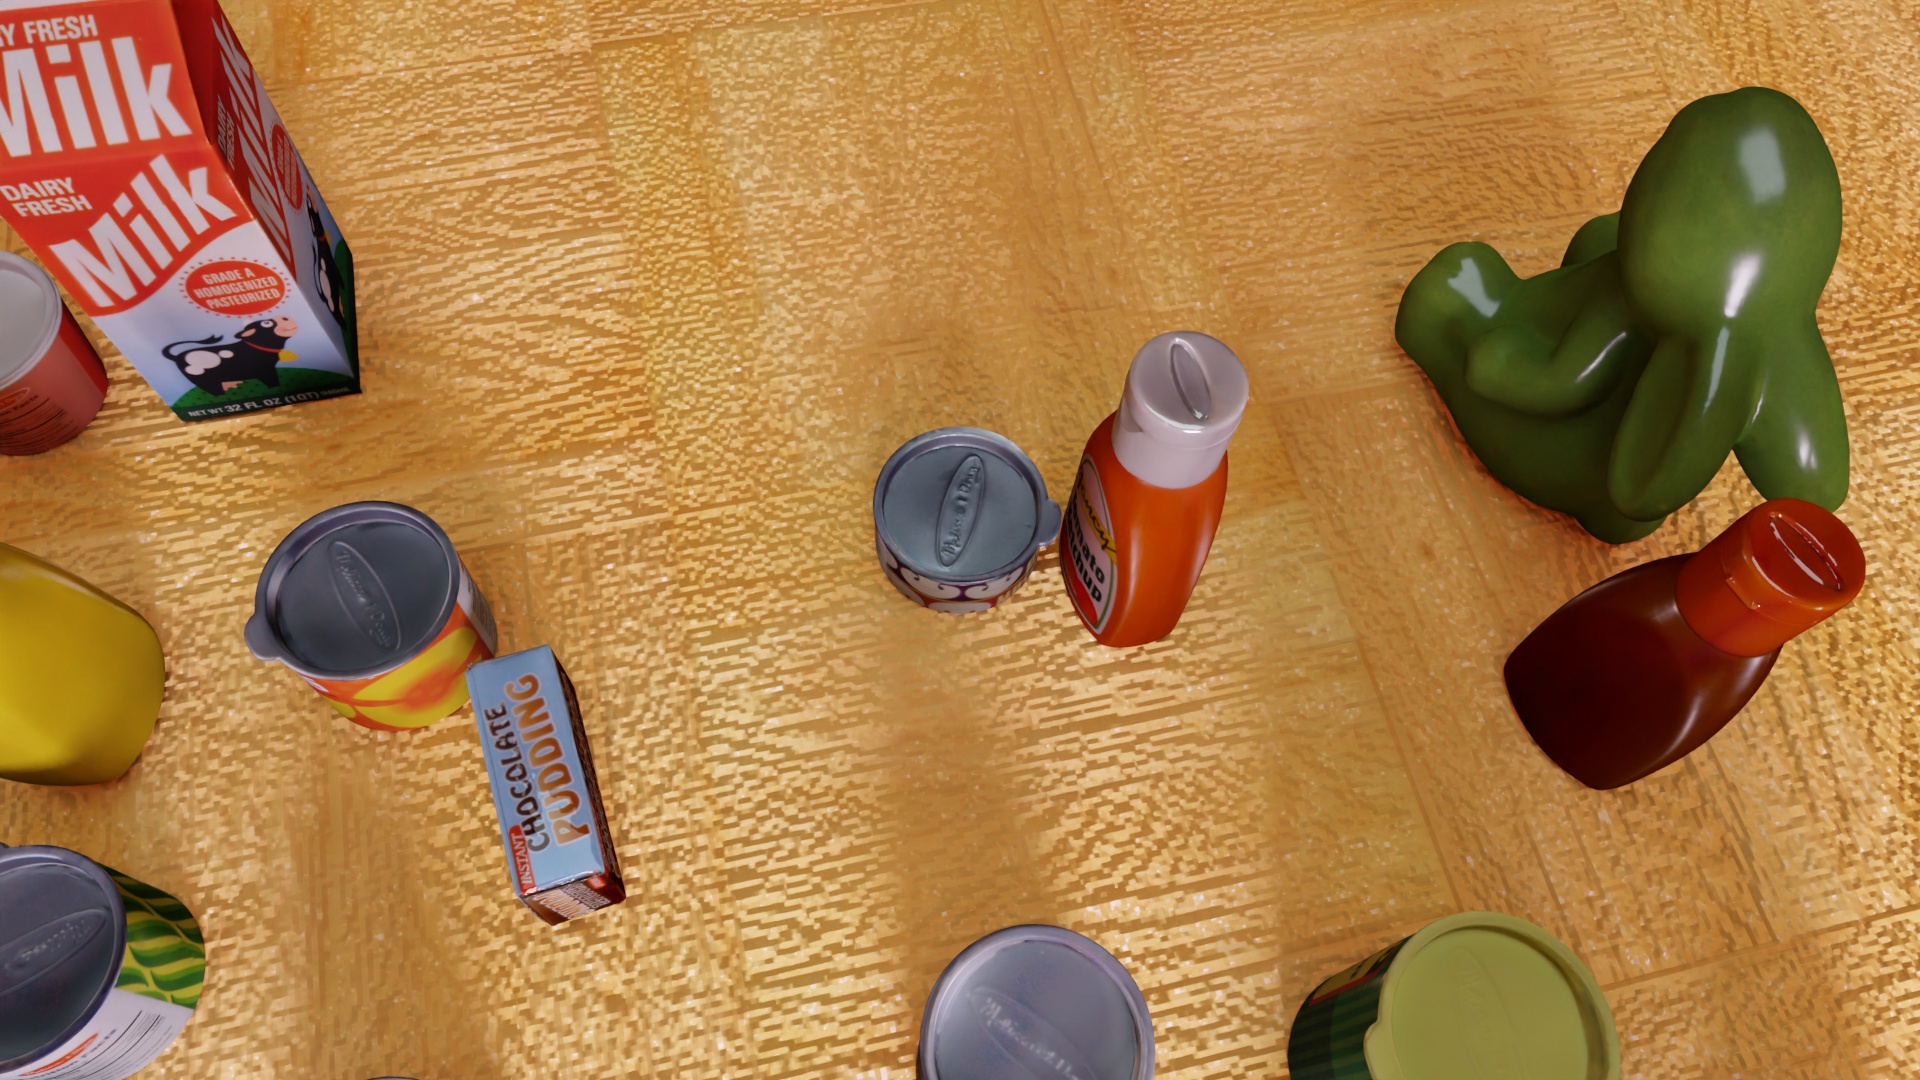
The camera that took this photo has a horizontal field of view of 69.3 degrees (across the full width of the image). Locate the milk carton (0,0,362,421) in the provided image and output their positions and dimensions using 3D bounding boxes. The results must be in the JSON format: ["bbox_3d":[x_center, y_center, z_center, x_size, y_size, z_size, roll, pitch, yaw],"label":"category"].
[{"bbox_3d":[-0.277,-0.124,0.485,0.072,0.189,0.074,-11,66,-8],"label":"milk carton"}]

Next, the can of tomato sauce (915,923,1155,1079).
[{"bbox_3d":[0.019,0.160,0.425,0.071,0.082,0.071,1,64,-3],"label":"can of tomato sauce"}]

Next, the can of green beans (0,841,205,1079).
[{"bbox_3d":[-0.281,0.134,0.433,0.071,0.057,0.071,1,64,-3],"label":"can of green beans"}]

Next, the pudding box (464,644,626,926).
[{"bbox_3d":[-0.140,0.083,0.471,0.030,0.049,0.084,-17,66,-11],"label":"pudding box"}]

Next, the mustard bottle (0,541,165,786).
[{"bbox_3d":[-0.303,0.029,0.426,0.049,0.159,0.065,6,64,-1],"label":"mustard bottle"}]

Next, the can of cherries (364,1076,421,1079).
[{"bbox_3d":[-0.162,0.197,0.410,0.071,0.058,0.072,1,64,-3],"label":"can of cherries"}]

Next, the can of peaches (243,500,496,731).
[{"bbox_3d":[-0.205,0.029,0.489,0.071,0.057,0.071,1,64,-3],"label":"can of peaches"}]

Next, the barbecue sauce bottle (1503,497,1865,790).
[{"bbox_3d":[0.237,0.035,0.463,0.044,0.148,0.065,-26,69,-15],"label":"barbecue sauce bottle"}]

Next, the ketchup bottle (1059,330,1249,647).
[{"bbox_3d":[0.065,-0.017,0.477,0.043,0.148,0.065,-12,66,-9],"label":"ketchup bottle"}]

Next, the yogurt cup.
[{"bbox_3d":[-0.366,-0.068,0.528,0.072,0.053,0.072,1,64,-3],"label":"yogurt cup"}]

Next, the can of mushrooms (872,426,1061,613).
[{"bbox_3d":[0.002,-0.007,0.532,0.071,0.033,0.071,1,64,-3],"label":"can of mushrooms"}]

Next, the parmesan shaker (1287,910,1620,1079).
[{"bbox_3d":[0.142,0.156,0.423,0.071,0.102,0.071,1,64,-3],"label":"parmesan shaker"}]
